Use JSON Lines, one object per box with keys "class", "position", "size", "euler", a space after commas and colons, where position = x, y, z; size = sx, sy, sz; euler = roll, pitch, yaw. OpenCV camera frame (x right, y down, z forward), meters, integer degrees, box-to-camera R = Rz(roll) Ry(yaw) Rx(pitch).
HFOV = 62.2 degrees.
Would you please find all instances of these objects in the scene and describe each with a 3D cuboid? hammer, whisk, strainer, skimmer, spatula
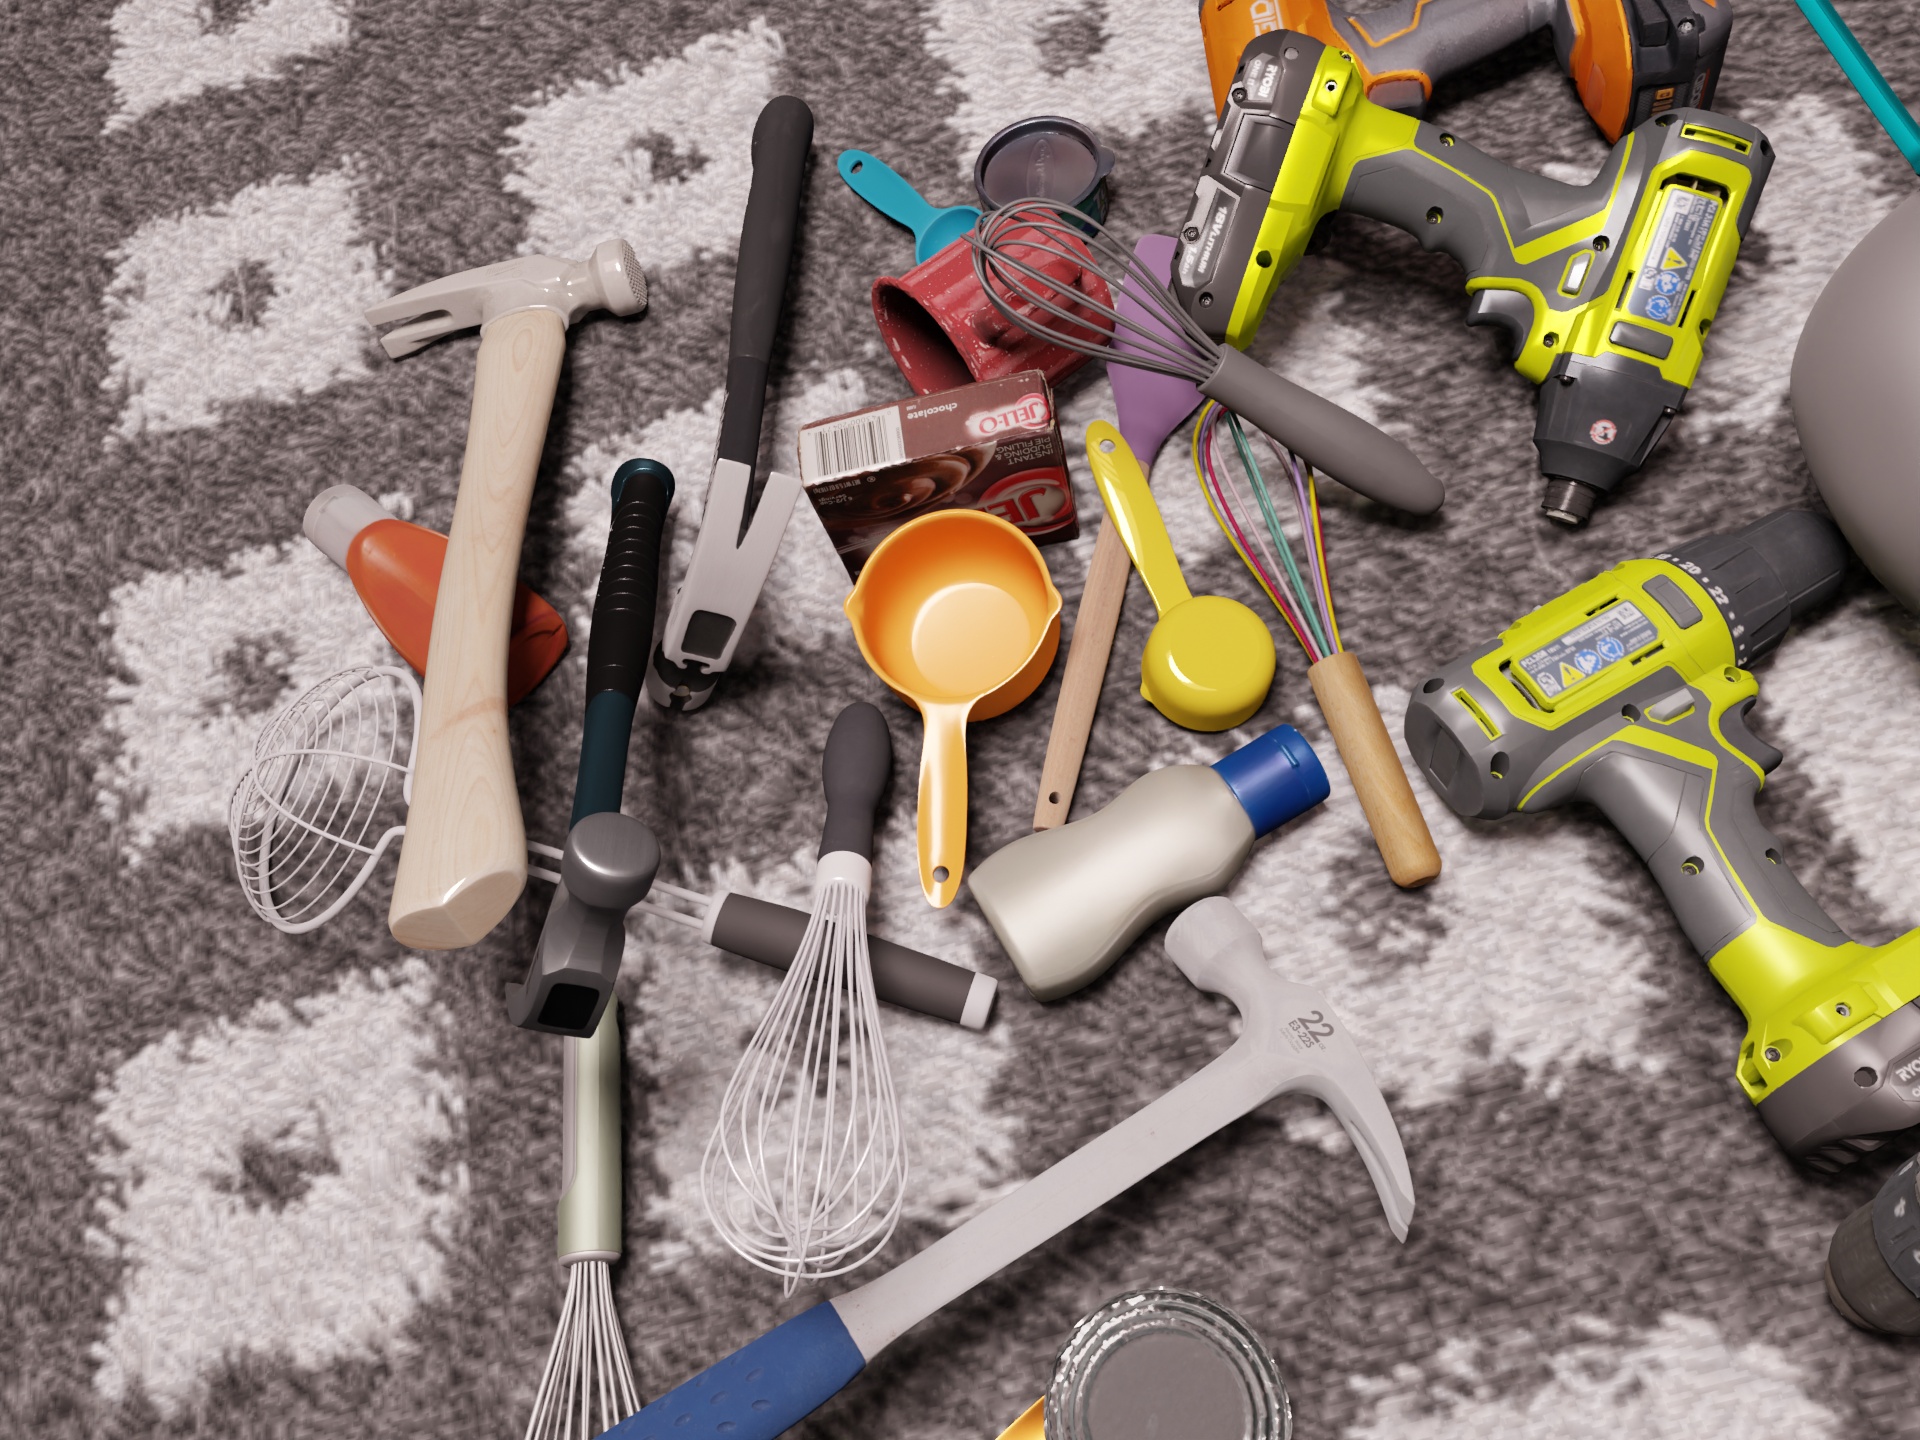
{"class": "hammer", "position": [-0.099, -0.180, 0.760], "size": [0.035, 0.146, 0.335], "euler": [13, 57, -16]}
{"class": "hammer", "position": [-0.027, 0.210, 0.548], "size": [0.405, 0.035, 0.144], "euler": [-28, 51, -16]}
{"class": "hammer", "position": [-0.223, -0.077, 0.718], "size": [0.146, 0.038, 0.411], "euler": [-12, 50, 6]}
{"class": "hammer", "position": [-0.142, -0.011, 0.650], "size": [0.033, 0.128, 0.331], "euler": [14, 37, -17]}
{"class": "whisk", "position": [-0.146, 0.219, 0.623], "size": [0.059, 0.057, 0.247], "euler": [7, 58, -23]}
{"class": "whisk", "position": [0.106, -0.147, 0.668], "size": [0.239, 0.055, 0.055], "euler": [27, 71, -13]}
{"class": "strainer", "position": [0.354, -0.155, 0.611], "size": [0.095, 0.211, 0.340], "euler": [-35, 72, 36]}
{"class": "skimmer", "position": [-0.158, 0.070, 0.699], "size": [0.363, 0.090, 0.127], "euler": [17, 78, 7]}
{"class": "whisk", "position": [0.154, -0.045, 0.681], "size": [0.047, 0.051, 0.245], "euler": [-16, 67, -2]}
{"class": "spatula", "position": [0.077, -0.095, 0.731], "size": [0.060, 0.018, 0.316], "euler": [14, 69, 3]}
{"class": "whisk", "position": [-0.047, 0.085, 0.608], "size": [0.070, 0.070, 0.285], "euler": [-7, 39, 8]}

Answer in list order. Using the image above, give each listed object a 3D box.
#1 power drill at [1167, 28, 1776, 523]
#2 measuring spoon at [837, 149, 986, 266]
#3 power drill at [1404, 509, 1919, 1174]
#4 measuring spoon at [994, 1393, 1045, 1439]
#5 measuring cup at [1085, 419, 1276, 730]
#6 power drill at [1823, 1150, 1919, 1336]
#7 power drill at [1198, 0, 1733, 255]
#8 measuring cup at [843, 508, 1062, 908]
{"class": "power drill", "position": [0.211, -0.195, 0.691], "size": [0.223, 0.080, 0.171], "euler": [20, 97, 8]}
{"class": "measuring spoon", "position": [-0.024, -0.264, 0.831], "size": [0.042, 0.021, 0.129], "euler": [-47, 56, 7]}
{"class": "power drill", "position": [0.309, 0.031, 0.597], "size": [0.190, 0.080, 0.229], "euler": [-28, 62, -8]}
{"class": "measuring spoon", "position": [0.031, 0.263, 0.588], "size": [0.117, 0.011, 0.021], "euler": [-34, 70, -9]}
{"class": "measuring cup", "position": [0.090, -0.070, 0.697], "size": [0.062, 0.029, 0.157], "euler": [-20, 74, -7]}
{"class": "power drill", "position": [0.403, 0.137, 0.497], "size": [0.226, 0.187, 0.080], "euler": [-5, 53, -10]}
{"class": "power drill", "position": [0.236, -0.310, 0.763], "size": [0.226, 0.084, 0.164], "euler": [-9, 67, 11]}
{"class": "measuring cup", "position": [-0.001, -0.002, 0.691], "size": [0.095, 0.052, 0.174], "euler": [0, 76, 11]}
